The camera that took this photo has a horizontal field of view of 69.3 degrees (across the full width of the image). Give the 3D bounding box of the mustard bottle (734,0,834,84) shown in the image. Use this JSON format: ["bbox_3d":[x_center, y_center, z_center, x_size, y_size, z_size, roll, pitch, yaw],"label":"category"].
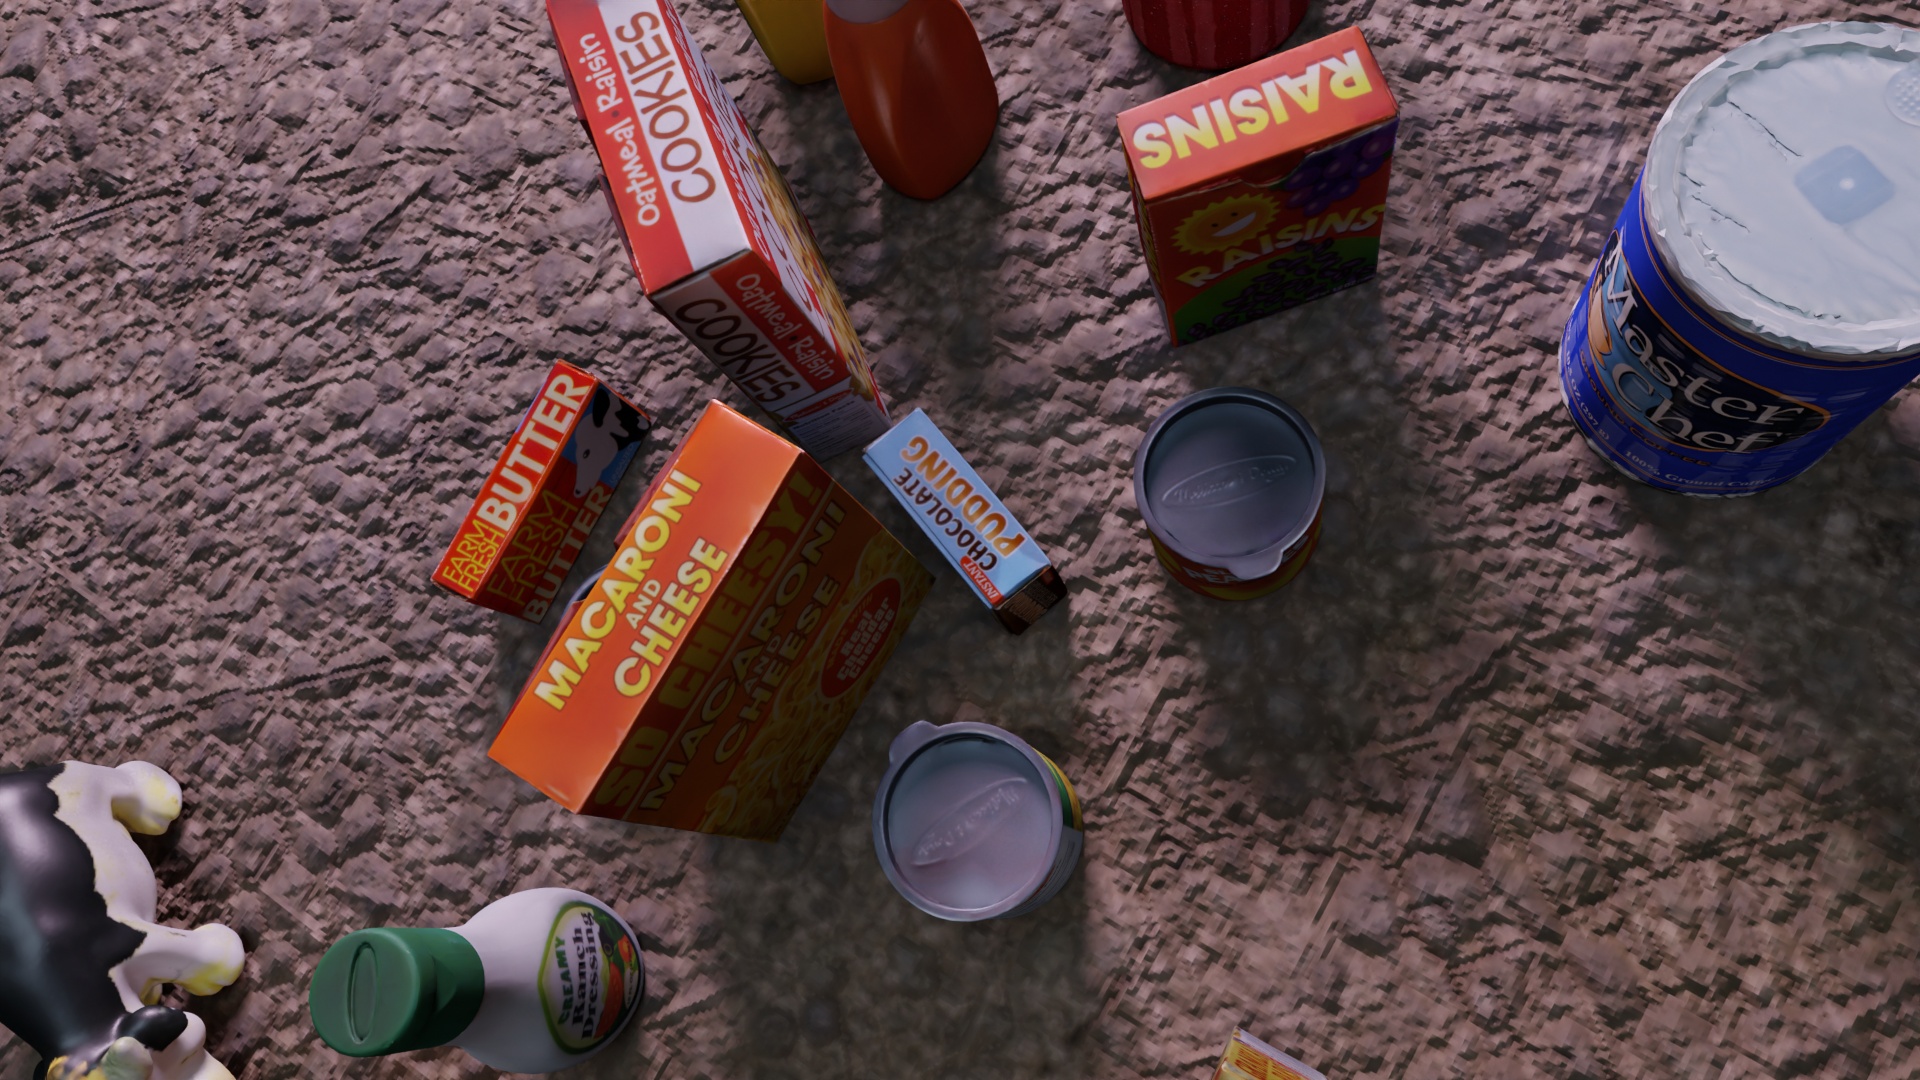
[{"bbox_3d":[-0.082,-0.251,0.561,0.049,0.160,0.065,-21,72,7],"label":"mustard bottle"}]

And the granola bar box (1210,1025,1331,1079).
[{"bbox_3d":[0.065,0.234,0.410,0.039,0.124,0.166,23,81,17],"label":"granola bar box"}]

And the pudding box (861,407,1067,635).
[{"bbox_3d":[0.002,-0.007,0.532,0.030,0.049,0.084,-40,70,0],"label":"pudding box"}]

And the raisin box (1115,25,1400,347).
[{"bbox_3d":[0.107,-0.121,0.502,0.086,0.123,0.040,-18,72,8],"label":"raisin box"}]

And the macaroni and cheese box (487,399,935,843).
[{"bbox_3d":[-0.074,0.038,0.475,0.040,0.166,0.124,29,83,18],"label":"macaroni and cheese box"}]

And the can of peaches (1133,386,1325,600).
[{"bbox_3d":[0.099,-0.013,0.508,0.071,0.058,0.071,-3,74,12],"label":"can of peaches"}]

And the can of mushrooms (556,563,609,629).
[{"bbox_3d":[-0.127,0.042,0.556,0.071,0.033,0.071,-3,74,12],"label":"can of mushrooms"}]

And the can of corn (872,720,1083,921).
[{"bbox_3d":[0.007,0.100,0.496,0.071,0.058,0.071,-3,74,12],"label":"can of corn"}]

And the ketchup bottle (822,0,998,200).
[{"bbox_3d":[-0.024,-0.193,0.538,0.043,0.148,0.065,30,83,18],"label":"ketchup bottle"}]

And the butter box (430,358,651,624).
[{"bbox_3d":[-0.170,-0.018,0.572,0.024,0.053,0.103,25,81,18],"label":"butter box"}]

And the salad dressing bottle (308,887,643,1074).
[{"bbox_3d":[-0.158,0.150,0.472,0.044,0.147,0.064,-7,74,11],"label":"salad dressing bottle"}]

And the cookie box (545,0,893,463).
[{"bbox_3d":[-0.085,-0.113,0.519,0.040,0.167,0.123,-25,71,5],"label":"cookie box"}]
